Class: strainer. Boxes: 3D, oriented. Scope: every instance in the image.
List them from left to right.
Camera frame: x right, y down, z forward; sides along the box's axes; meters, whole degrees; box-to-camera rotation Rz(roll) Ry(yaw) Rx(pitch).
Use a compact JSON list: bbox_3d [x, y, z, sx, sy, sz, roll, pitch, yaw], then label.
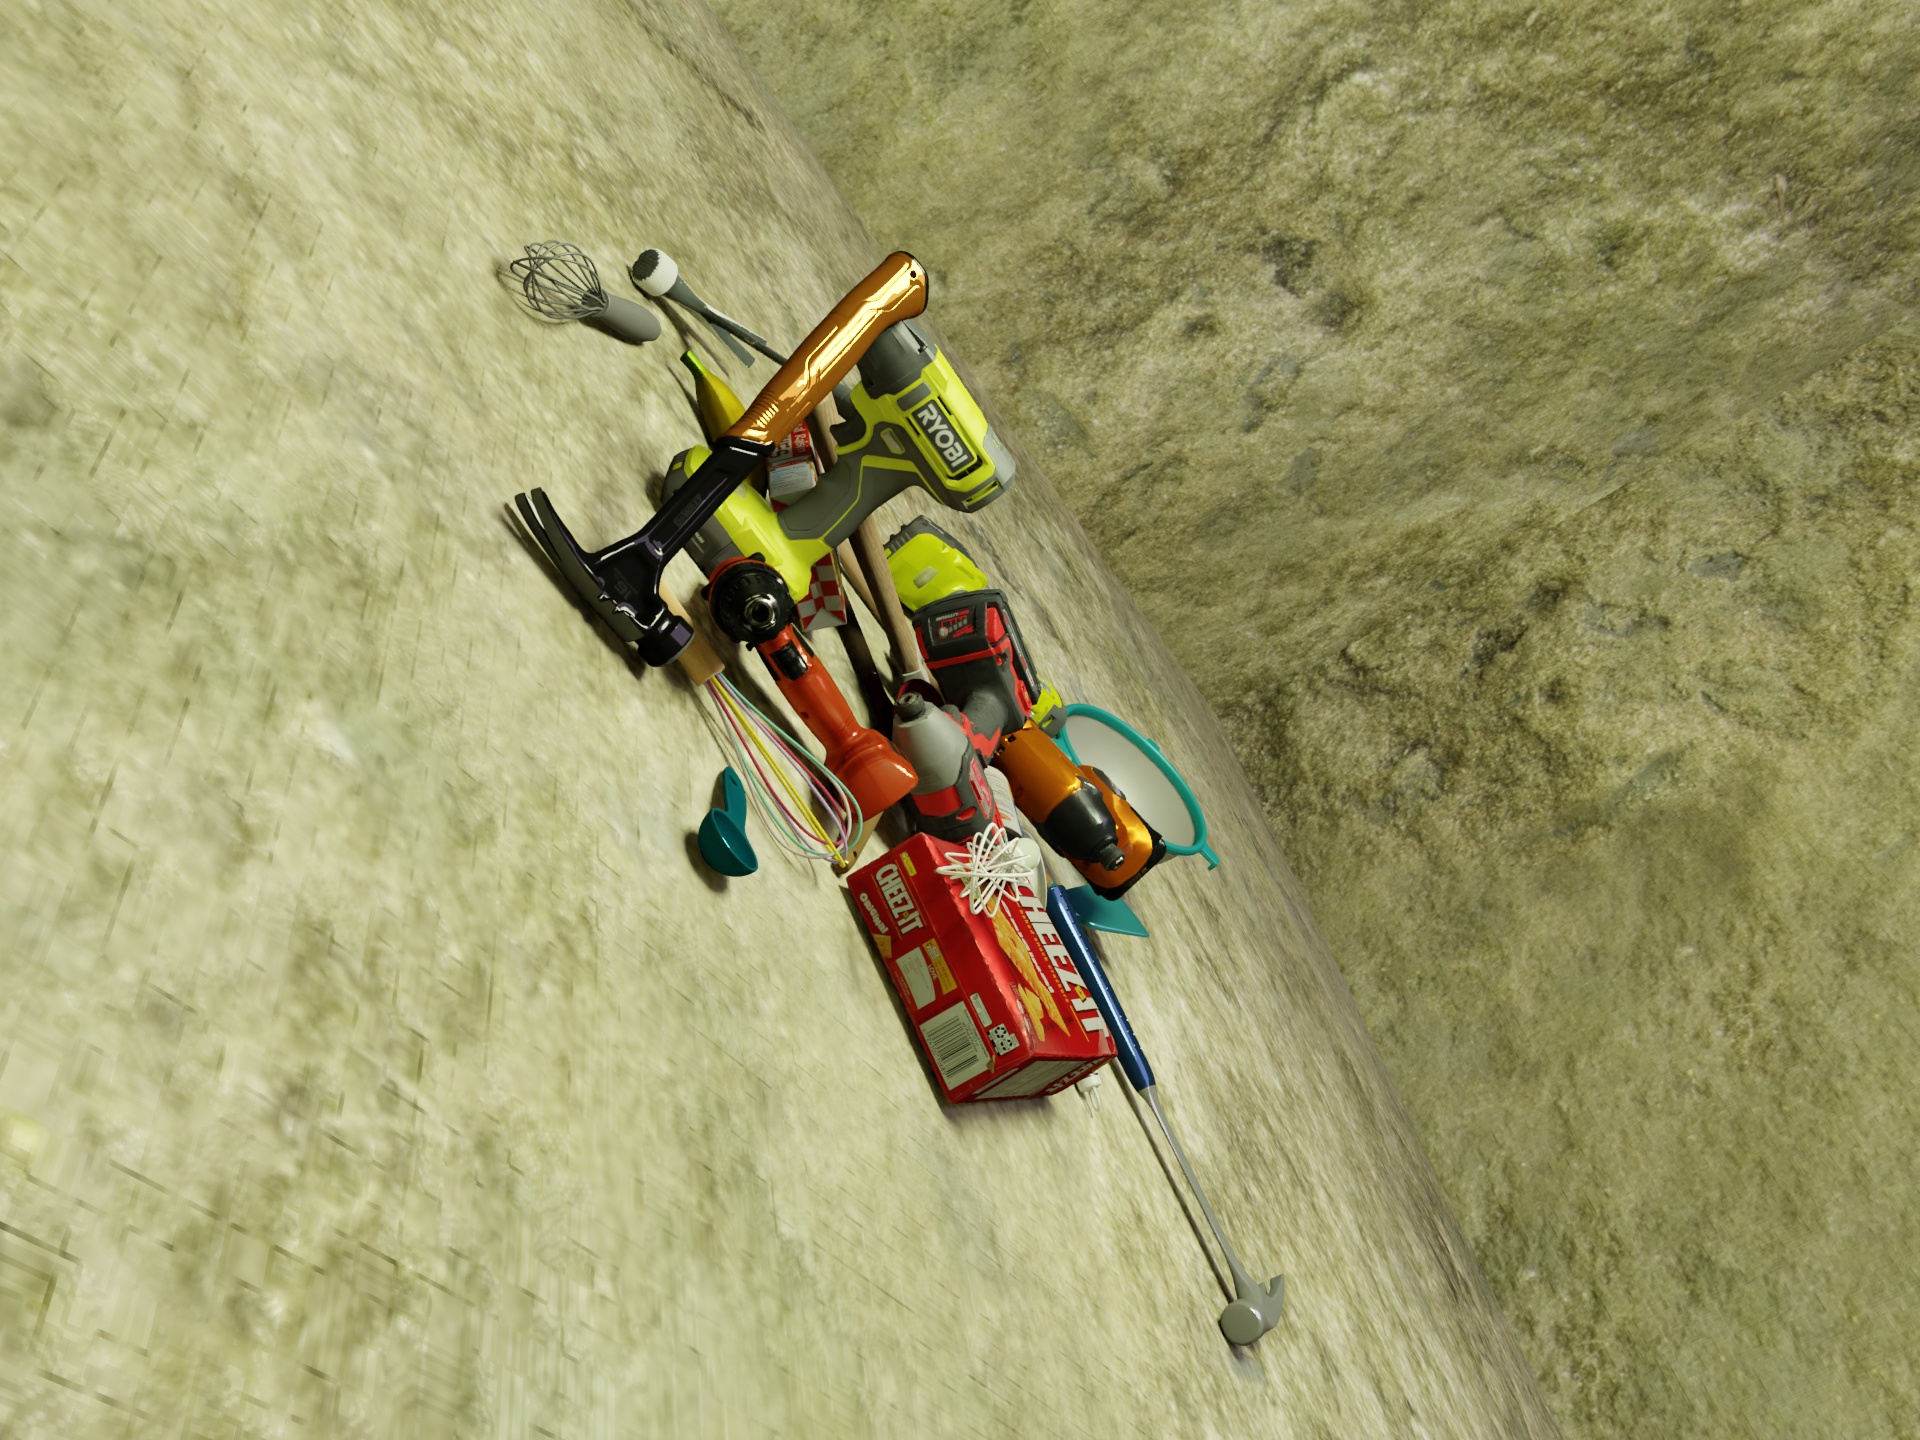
[{"bbox_3d":[0.065,0.193,1.291,0.259,0.050,0.086,69,-28,21],"label":"strainer"},{"bbox_3d":[0.112,0.070,1.680,0.340,0.095,0.211,21,33,-38],"label":"strainer"}]

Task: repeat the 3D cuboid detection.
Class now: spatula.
[{"bbox_3d":[-0.104,-0.150,1.471,0.315,0.018,0.060,56,8,-21],"label":"spatula"},{"bbox_3d":[0.072,0.129,1.452,0.317,0.044,0.082,42,7,-47],"label":"spatula"}]

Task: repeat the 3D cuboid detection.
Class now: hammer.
[{"bbox_3d":[-0.125,-0.191,0.986,0.127,0.034,0.337,51,58,-24],"label":"hammer"},{"bbox_3d":[-0.119,-0.277,1.322,0.409,0.036,0.149,39,4,36],"label":"hammer"},{"bbox_3d":[-0.072,-0.130,1.312,0.130,0.031,0.331,-110,-179,-49],"label":"hammer"},{"bbox_3d":[0.166,0.328,1.369,0.406,0.035,0.144,63,14,20],"label":"hammer"}]

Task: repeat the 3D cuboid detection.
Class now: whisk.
[{"bbox_3d":[-0.269,-0.313,1.187,0.055,0.055,0.239,59,9,2],"label":"whisk"},{"bbox_3d":[-0.140,-0.010,0.985,0.245,0.051,0.047,55,19,-3],"label":"whisk"},{"bbox_3d":[0.029,0.095,1.060,0.246,0.059,0.058,14,78,-81],"label":"whisk"}]

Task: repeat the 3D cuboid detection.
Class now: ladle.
[{"bbox_3d":[-0.053,0.042,1.184,0.069,0.031,0.315,65,17,-15],"label":"ladle"}]

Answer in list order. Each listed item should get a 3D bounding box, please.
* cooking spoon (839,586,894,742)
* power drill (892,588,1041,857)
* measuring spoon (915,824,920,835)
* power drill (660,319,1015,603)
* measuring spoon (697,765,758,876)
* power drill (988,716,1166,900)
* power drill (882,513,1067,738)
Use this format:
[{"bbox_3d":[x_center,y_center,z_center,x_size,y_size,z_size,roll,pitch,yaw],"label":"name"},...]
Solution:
[{"bbox_3d":[-0.084,-0.055,1.345,0.068,0.017,0.319,36,26,-57],"label":"cooking spoon"},{"bbox_3d":[-0.002,-0.004,1.225,0.220,0.078,0.143,-75,147,-54],"label":"power drill"},{"bbox_3d":[-0.022,0.088,1.224,0.034,0.018,0.124,51,22,-35],"label":"measuring spoon"},{"bbox_3d":[-0.096,-0.186,1.136,0.171,0.223,0.080,53,14,-24],"label":"power drill"},{"bbox_3d":[-0.137,0.057,0.914,0.042,0.021,0.129,53,5,-20],"label":"measuring spoon"},{"bbox_3d":[0.108,0.088,1.406,0.164,0.084,0.226,48,4,27],"label":"power drill"},{"bbox_3d":[0.000,-0.090,1.543,0.190,0.080,0.229,32,22,-55],"label":"power drill"}]
